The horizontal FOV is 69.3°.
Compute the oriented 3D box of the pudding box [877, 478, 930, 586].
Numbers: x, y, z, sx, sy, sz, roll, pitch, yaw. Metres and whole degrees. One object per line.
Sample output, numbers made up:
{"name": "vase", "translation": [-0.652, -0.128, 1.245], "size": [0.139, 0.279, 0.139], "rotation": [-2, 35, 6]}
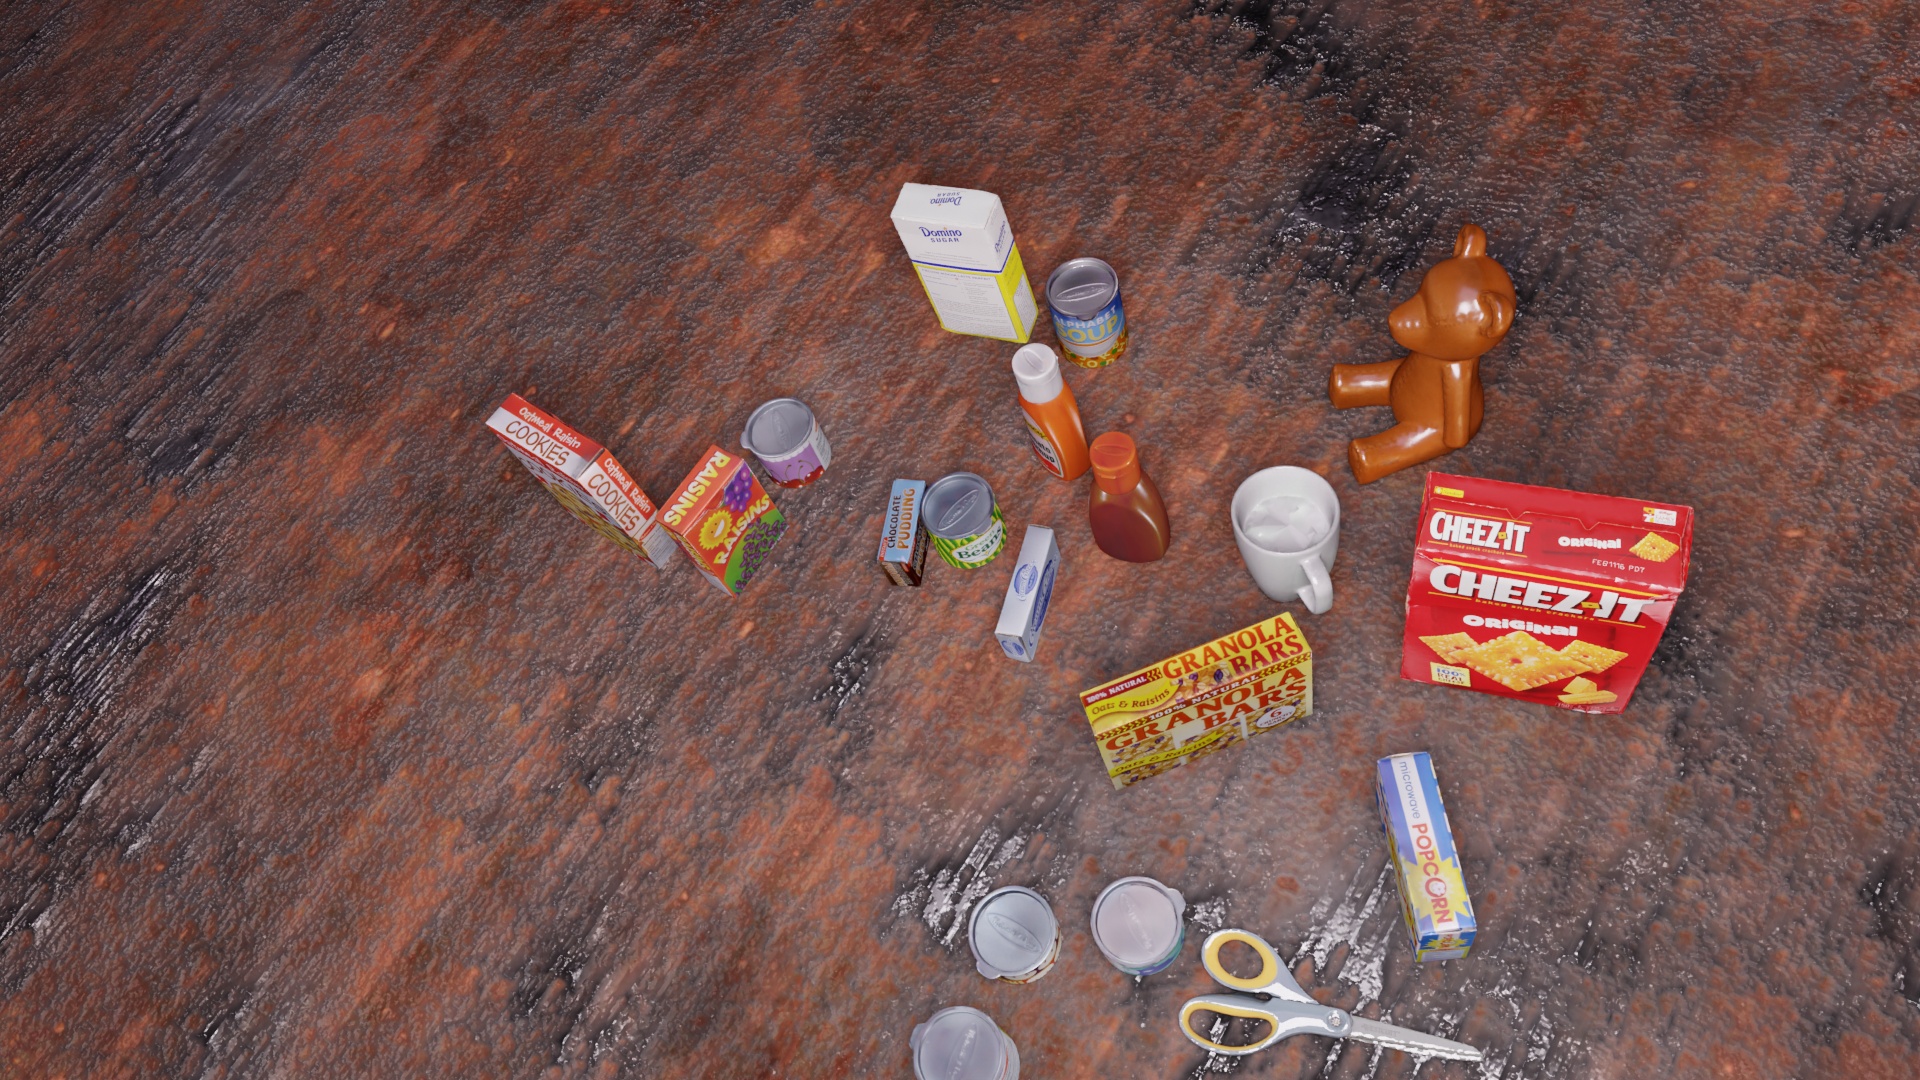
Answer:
{"name": "pudding box", "translation": [-0.047, -0.007, 1.218], "size": [0.030, 0.049, 0.084], "rotation": [3, 62, 16]}

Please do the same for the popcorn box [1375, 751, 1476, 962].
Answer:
{"name": "popcorn box", "translation": [0.323, 0.222, 0.972], "size": [0.038, 0.085, 0.127], "rotation": [-11, 59, 9]}

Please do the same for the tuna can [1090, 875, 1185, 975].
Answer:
{"name": "tuna can", "translation": [0.133, 0.281, 1.018], "size": [0.071, 0.032, 0.071], "rotation": [-6, 60, 11]}

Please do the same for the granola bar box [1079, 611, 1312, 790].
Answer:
{"name": "granola bar box", "translation": [0.179, 0.122, 1.043], "size": [0.165, 0.123, 0.039], "rotation": [-22, 58, 2]}

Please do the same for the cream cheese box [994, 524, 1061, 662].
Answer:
{"name": "cream cheese box", "translation": [0.058, 0.044, 1.160], "size": [0.024, 0.053, 0.104], "rotation": [9, 64, 19]}

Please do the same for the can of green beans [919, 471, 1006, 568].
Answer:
{"name": "can of green beans", "translation": [0.003, -0.017, 1.206], "size": [0.071, 0.057, 0.071], "rotation": [-6, 60, 11]}

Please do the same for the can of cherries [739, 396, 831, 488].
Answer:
{"name": "can of cherries", "translation": [-0.162, -0.090, 1.289], "size": [0.071, 0.058, 0.072], "rotation": [-6, 60, 11]}

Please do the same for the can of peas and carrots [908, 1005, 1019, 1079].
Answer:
{"name": "can of peas and carrots", "translation": [0.003, 0.369, 0.987], "size": [0.071, 0.058, 0.071], "rotation": [-6, 60, 11]}

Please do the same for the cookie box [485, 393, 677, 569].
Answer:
{"name": "cookie box", "translation": [-0.335, -0.052, 1.248], "size": [0.123, 0.166, 0.040], "rotation": [28, 72, 26]}

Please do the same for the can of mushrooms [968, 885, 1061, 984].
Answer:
{"name": "can of mushrooms", "translation": [0.039, 0.296, 1.034], "size": [0.071, 0.033, 0.071], "rotation": [-6, 60, 11]}

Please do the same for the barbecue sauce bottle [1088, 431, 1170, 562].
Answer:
{"name": "barbecue sauce bottle", "translation": [0.133, -0.034, 1.129], "size": [0.065, 0.148, 0.044], "rotation": [9, 64, 19]}

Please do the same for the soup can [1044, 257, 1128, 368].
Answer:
{"name": "soup can", "translation": [0.117, -0.204, 1.267], "size": [0.071, 0.083, 0.071], "rotation": [-6, 60, 11]}

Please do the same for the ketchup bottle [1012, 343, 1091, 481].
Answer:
{"name": "ketchup bottle", "translation": [0.076, -0.112, 1.187], "size": [0.043, 0.148, 0.065], "rotation": [-36, 59, -6]}

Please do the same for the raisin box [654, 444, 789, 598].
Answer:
{"name": "raisin box", "translation": [-0.207, -0.015, 1.220], "size": [0.040, 0.123, 0.086], "rotation": [28, 72, 26]}
